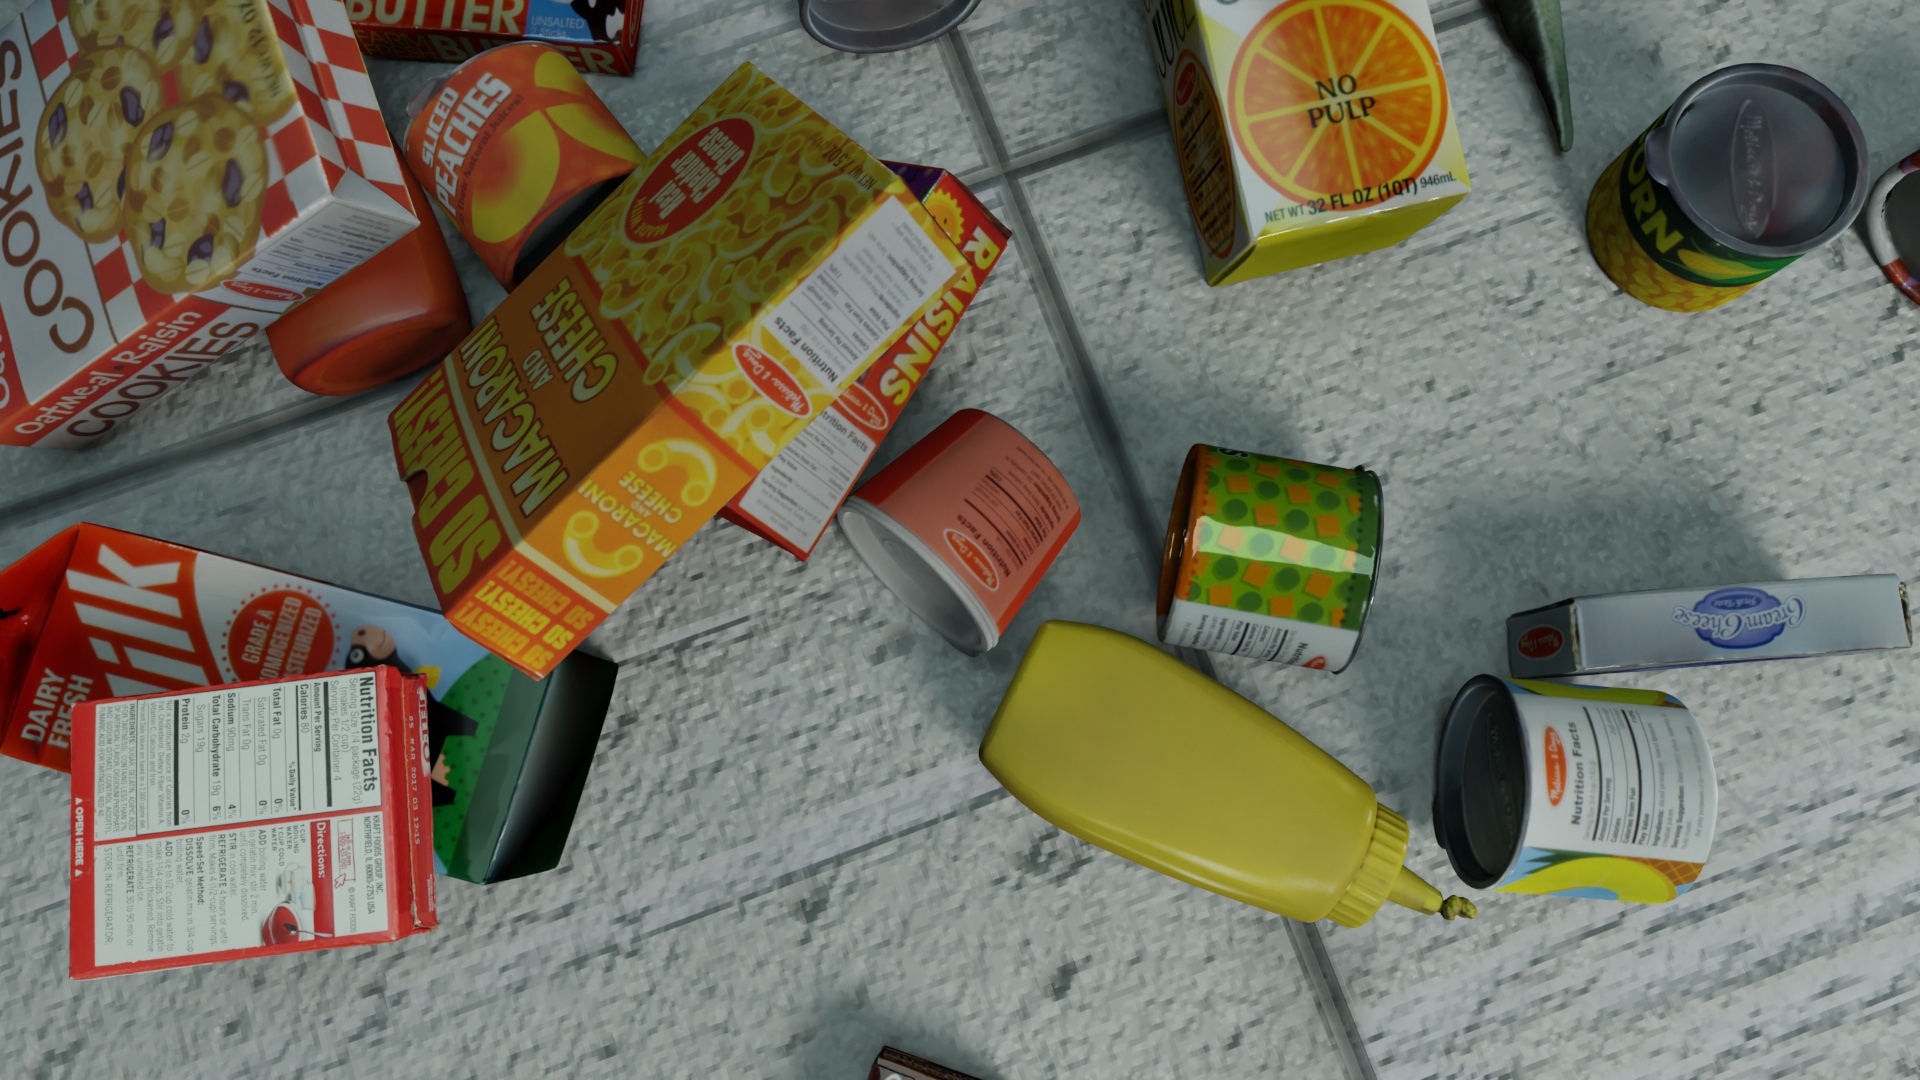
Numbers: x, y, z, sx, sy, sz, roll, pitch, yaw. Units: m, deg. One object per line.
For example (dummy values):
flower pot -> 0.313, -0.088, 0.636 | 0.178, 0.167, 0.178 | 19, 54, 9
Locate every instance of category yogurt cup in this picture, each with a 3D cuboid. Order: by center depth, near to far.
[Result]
yogurt cup -> 0.002, -0.006, 0.448 | 0.072, 0.072, 0.054 | 42, 75, 7

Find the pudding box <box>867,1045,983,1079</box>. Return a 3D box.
pudding box -> -0.015, 0.205, 0.425 | 0.050, 0.030, 0.084 | 17, 80, 5

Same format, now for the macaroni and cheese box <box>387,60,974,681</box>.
macaroni and cheese box -> -0.092, -0.058, 0.413 | 0.166, 0.040, 0.124 | -43, 41, 2

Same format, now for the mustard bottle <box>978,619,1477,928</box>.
mustard bottle -> 0.086, 0.083, 0.438 | 0.160, 0.048, 0.065 | 28, 82, 5

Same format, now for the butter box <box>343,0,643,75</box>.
butter box -> -0.168, -0.201, 0.505 | 0.103, 0.024, 0.053 | 4, 79, 1

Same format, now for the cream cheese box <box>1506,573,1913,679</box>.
cream cheese box -> 0.236, 0.028, 0.445 | 0.104, 0.053, 0.024 | -4, 82, 0

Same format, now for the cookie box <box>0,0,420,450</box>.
cookie box -> -0.265, -0.119, 0.452 | 0.167, 0.040, 0.123 | -26, 79, 20

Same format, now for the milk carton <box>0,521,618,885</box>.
milk carton -> -0.216, 0.046, 0.435 | 0.191, 0.072, 0.073 | 14, 81, 3

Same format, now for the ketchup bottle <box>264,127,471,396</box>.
ketchup bottle -> -0.223, -0.128, 0.481 | 0.065, 0.043, 0.149 | -24, 80, 4

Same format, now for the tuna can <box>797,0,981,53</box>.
tuna can -> -0.027, -0.202, 0.480 | 0.071, 0.071, 0.033 | -12, 79, -2

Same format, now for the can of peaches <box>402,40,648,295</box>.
can of peaches -> -0.143, -0.123, 0.467 | 0.071, 0.071, 0.058 | -38, 83, -6

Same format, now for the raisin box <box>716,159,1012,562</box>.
raisin box -> -0.051, -0.064, 0.449 | 0.086, 0.040, 0.123 | 23, 78, 47

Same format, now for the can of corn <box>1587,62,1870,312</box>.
can of corn -> 0.253, -0.117, 0.469 | 0.071, 0.058, 0.071 | 0, 80, 0

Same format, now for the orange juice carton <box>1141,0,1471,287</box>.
orange juice carton -> 0.101, -0.190, 0.461 | 0.072, 0.073, 0.192 | -13, 90, -2

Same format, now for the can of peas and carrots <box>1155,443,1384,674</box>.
can of peas and carrots -> 0.097, 0.003, 0.444 | 0.059, 0.071, 0.071 | 10, 80, 3

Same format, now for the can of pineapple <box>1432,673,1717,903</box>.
can of pineapple -> 0.187, 0.077, 0.430 | 0.058, 0.071, 0.071 | 6, 80, -3

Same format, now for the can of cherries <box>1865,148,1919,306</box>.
can of cherries -> 0.354, -0.111, 0.461 | 0.058, 0.071, 0.071 | -31, 81, -5
